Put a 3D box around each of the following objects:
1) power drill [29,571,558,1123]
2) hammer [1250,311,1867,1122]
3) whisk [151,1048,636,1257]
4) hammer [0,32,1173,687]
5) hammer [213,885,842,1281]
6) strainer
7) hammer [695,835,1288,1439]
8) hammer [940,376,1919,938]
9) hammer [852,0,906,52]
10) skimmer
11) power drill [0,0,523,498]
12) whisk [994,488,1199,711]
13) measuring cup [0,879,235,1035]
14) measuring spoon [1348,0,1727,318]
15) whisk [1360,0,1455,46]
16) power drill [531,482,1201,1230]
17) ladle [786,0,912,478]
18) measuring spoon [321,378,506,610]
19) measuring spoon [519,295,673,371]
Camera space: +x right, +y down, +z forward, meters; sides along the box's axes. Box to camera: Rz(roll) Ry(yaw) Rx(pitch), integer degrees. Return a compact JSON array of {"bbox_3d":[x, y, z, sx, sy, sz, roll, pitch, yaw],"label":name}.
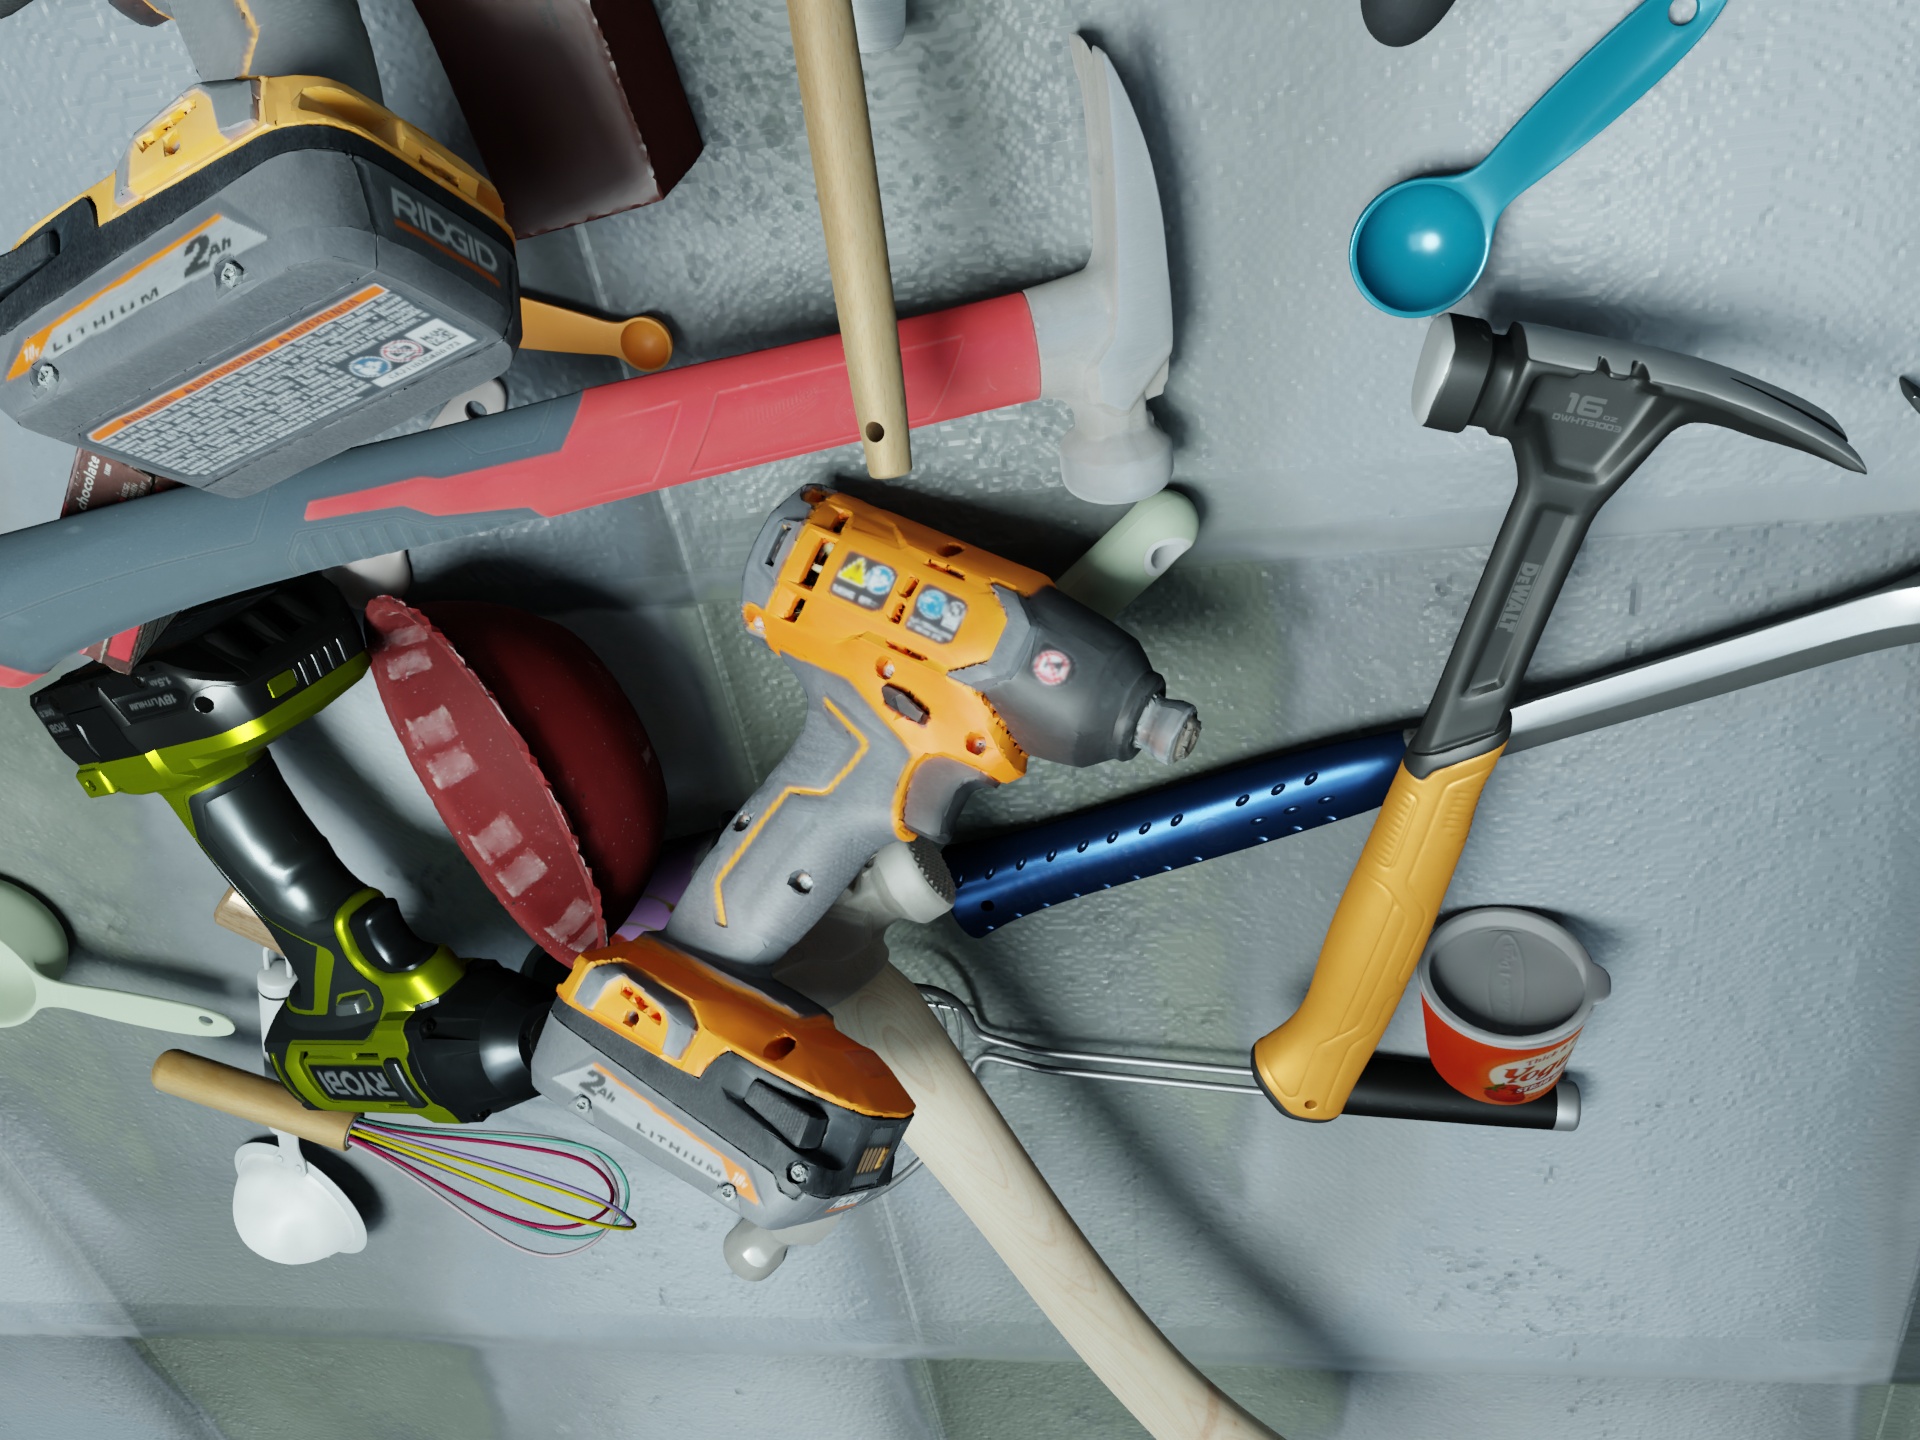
[{"bbox_3d":[-0.247,0.061,0.631,0.171,0.080,0.223,-8,116,35],"label":"power drill"},{"bbox_3d":[0.174,0.027,0.557,0.127,0.034,0.336,12,127,1],"label":"hammer"},{"bbox_3d":[-0.270,0.201,0.760,0.245,0.047,0.051,17,109,2],"label":"whisk"},{"bbox_3d":[-0.124,-0.094,0.477,0.386,0.038,0.143,-15,125,-7],"label":"hammer"},{"bbox_3d":[-0.197,0.162,0.762,0.331,0.031,0.130,33,124,-14],"label":"hammer"},{"bbox_3d":[-0.349,0.211,0.820,0.087,0.050,0.258,21,124,12],"label":"strainer"},{"bbox_3d":[0.031,0.231,0.673,0.146,0.038,0.410,-31,111,12],"label":"hammer"},{"bbox_3d":[0.176,0.006,0.585,0.405,0.035,0.144,-19,121,21],"label":"hammer"},{"bbox_3d":[0.120,-0.237,0.420,0.331,0.033,0.128,6,127,5],"label":"hammer"},{"bbox_3d":[0.083,0.175,0.688,0.363,0.090,0.127,3,123,7],"label":"skimmer"},{"bbox_3d":[-0.213,-0.178,0.424,0.185,0.226,0.084,-19,164,20],"label":"power drill"},{"bbox_3d":[-0.001,-0.002,0.606,0.057,0.059,0.246,12,133,-47],"label":"whisk"},{"bbox_3d":[-0.426,0.119,0.767,0.167,0.038,0.083,13,127,-3],"label":"measuring cup"},{"bbox_3d":[0.169,-0.173,0.472,0.042,0.021,0.128,41,113,-19],"label":"measuring spoon"},{"bbox_3d":[0.142,-0.281,0.329,0.070,0.070,0.284,15,134,-2],"label":"whisk"},{"bbox_3d":[-0.029,0.048,0.534,0.164,0.084,0.226,24,87,21],"label":"power drill"},{"bbox_3d":[-0.047,-0.217,0.400,0.078,0.062,0.320,1,110,25],"label":"ladle"},{"bbox_3d":[-0.205,-0.082,0.595,0.034,0.018,0.124,37,122,-17],"label":"measuring spoon"},{"bbox_3d":[-0.155,-0.141,0.552,0.117,0.011,0.021,12,126,5],"label":"measuring spoon"}]
